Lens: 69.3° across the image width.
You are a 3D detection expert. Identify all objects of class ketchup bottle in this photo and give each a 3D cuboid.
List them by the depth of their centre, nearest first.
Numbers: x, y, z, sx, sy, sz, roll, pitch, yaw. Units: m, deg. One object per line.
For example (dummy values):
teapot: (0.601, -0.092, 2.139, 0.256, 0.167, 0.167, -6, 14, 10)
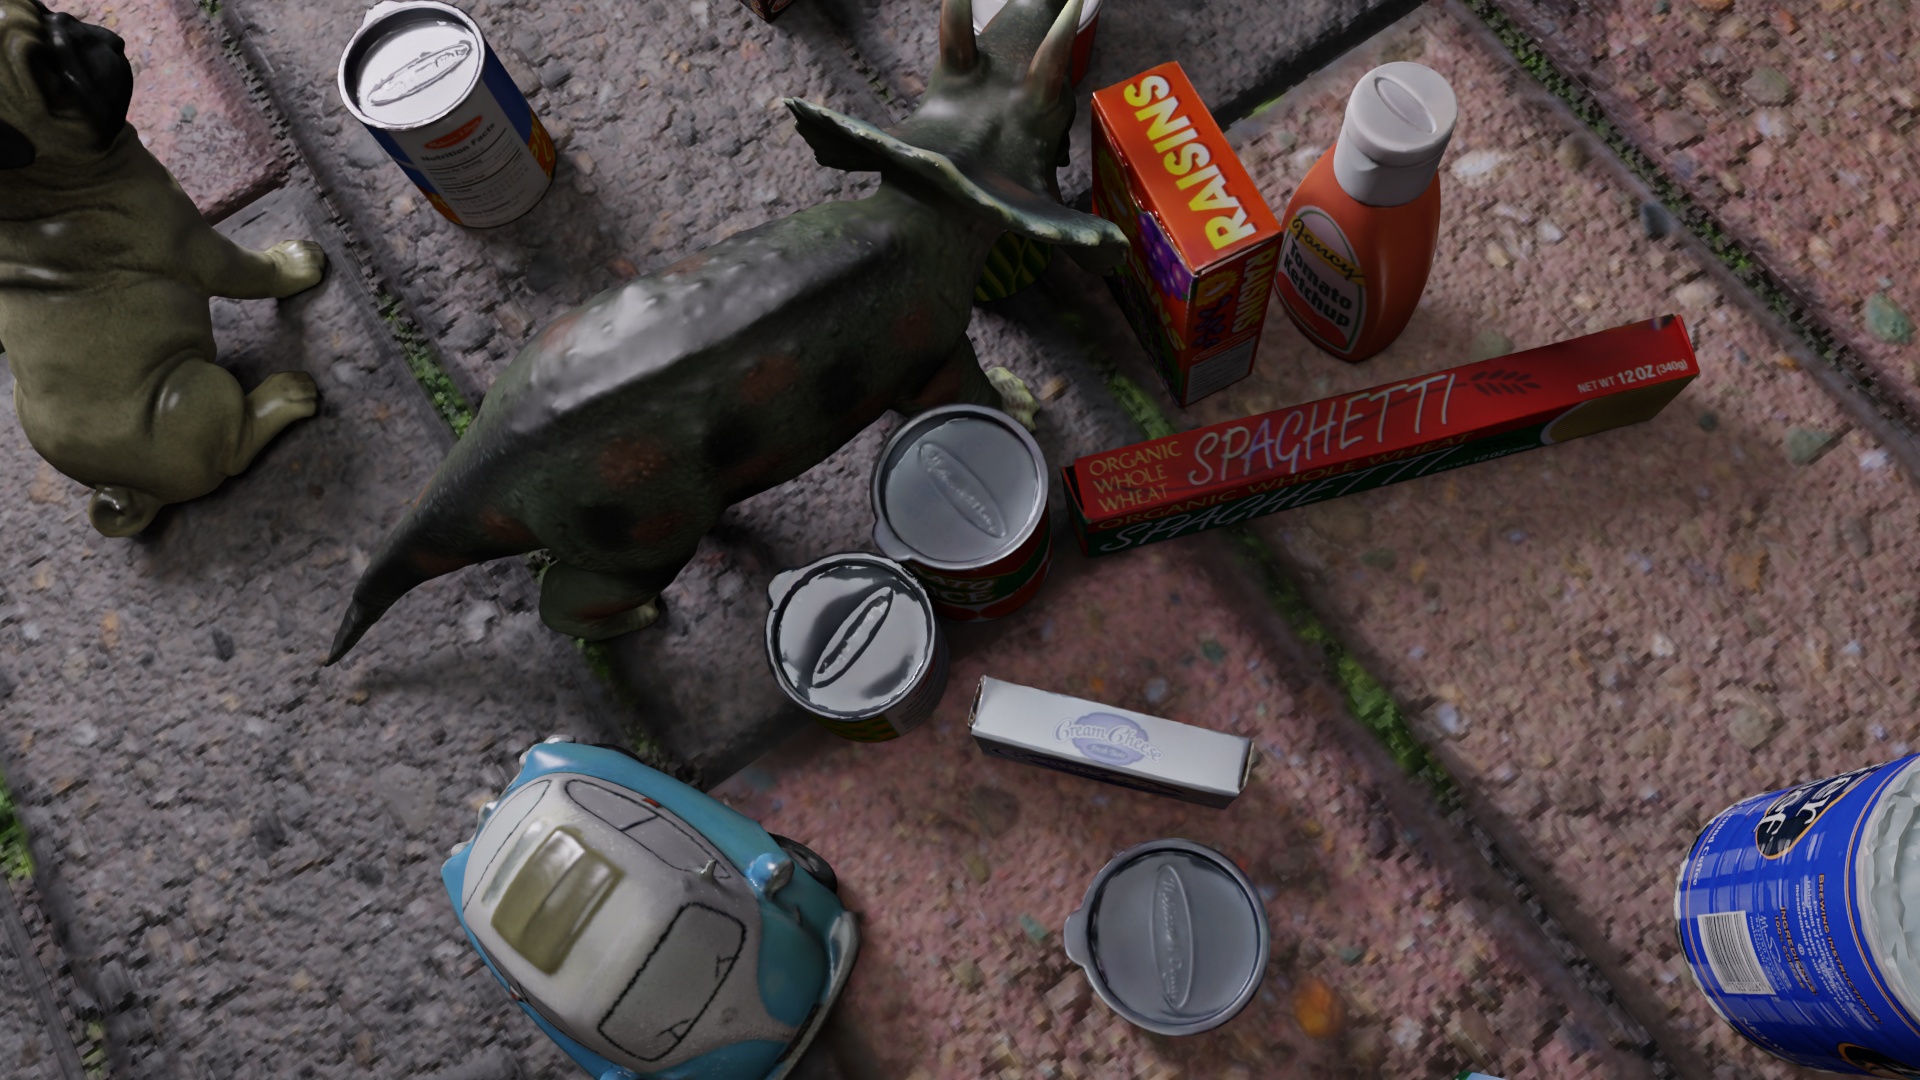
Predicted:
ketchup bottle: (0.158, -0.126, 0.540, 0.043, 0.148, 0.065, -37, 73, -6)

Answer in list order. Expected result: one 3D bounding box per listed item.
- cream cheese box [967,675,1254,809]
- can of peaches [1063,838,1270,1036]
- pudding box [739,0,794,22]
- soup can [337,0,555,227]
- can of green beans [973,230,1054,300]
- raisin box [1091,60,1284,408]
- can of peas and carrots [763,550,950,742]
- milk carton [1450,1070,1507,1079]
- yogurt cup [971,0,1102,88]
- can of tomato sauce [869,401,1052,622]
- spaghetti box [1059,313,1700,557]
cream cheese box: (0.057, 0.079, 0.533, 0.104, 0.053, 0.024, 12, 74, 9)
can of peaches: (0.074, 0.145, 0.507, 0.071, 0.058, 0.071, -2, 72, 5)
pudding box: (-0.079, -0.300, 0.671, 0.030, 0.049, 0.084, 39, 80, 15)
soup can: (-0.232, -0.194, 0.633, 0.071, 0.083, 0.071, -2, 72, 5)
can of green beans: (0.008, -0.147, 0.609, 0.071, 0.057, 0.071, -2, 72, 5)
raisin box: (0.086, -0.118, 0.558, 0.040, 0.123, 0.086, -24, 72, -2)
can of peas and carrots: (-0.041, 0.042, 0.551, 0.071, 0.058, 0.071, -2, 72, 5)
milk carton: (0.170, 0.212, 0.407, 0.072, 0.190, 0.073, -35, 73, -6)
yogurt cup: (0.033, -0.239, 0.639, 0.072, 0.053, 0.072, -2, 72, 5)
can of tomato sauce: (0.002, -0.007, 0.551, 0.071, 0.083, 0.071, -2, 72, 5)
spaghetti box: (0.165, -0.041, 0.564, 0.250, 0.050, 0.029, -14, 72, 1)
